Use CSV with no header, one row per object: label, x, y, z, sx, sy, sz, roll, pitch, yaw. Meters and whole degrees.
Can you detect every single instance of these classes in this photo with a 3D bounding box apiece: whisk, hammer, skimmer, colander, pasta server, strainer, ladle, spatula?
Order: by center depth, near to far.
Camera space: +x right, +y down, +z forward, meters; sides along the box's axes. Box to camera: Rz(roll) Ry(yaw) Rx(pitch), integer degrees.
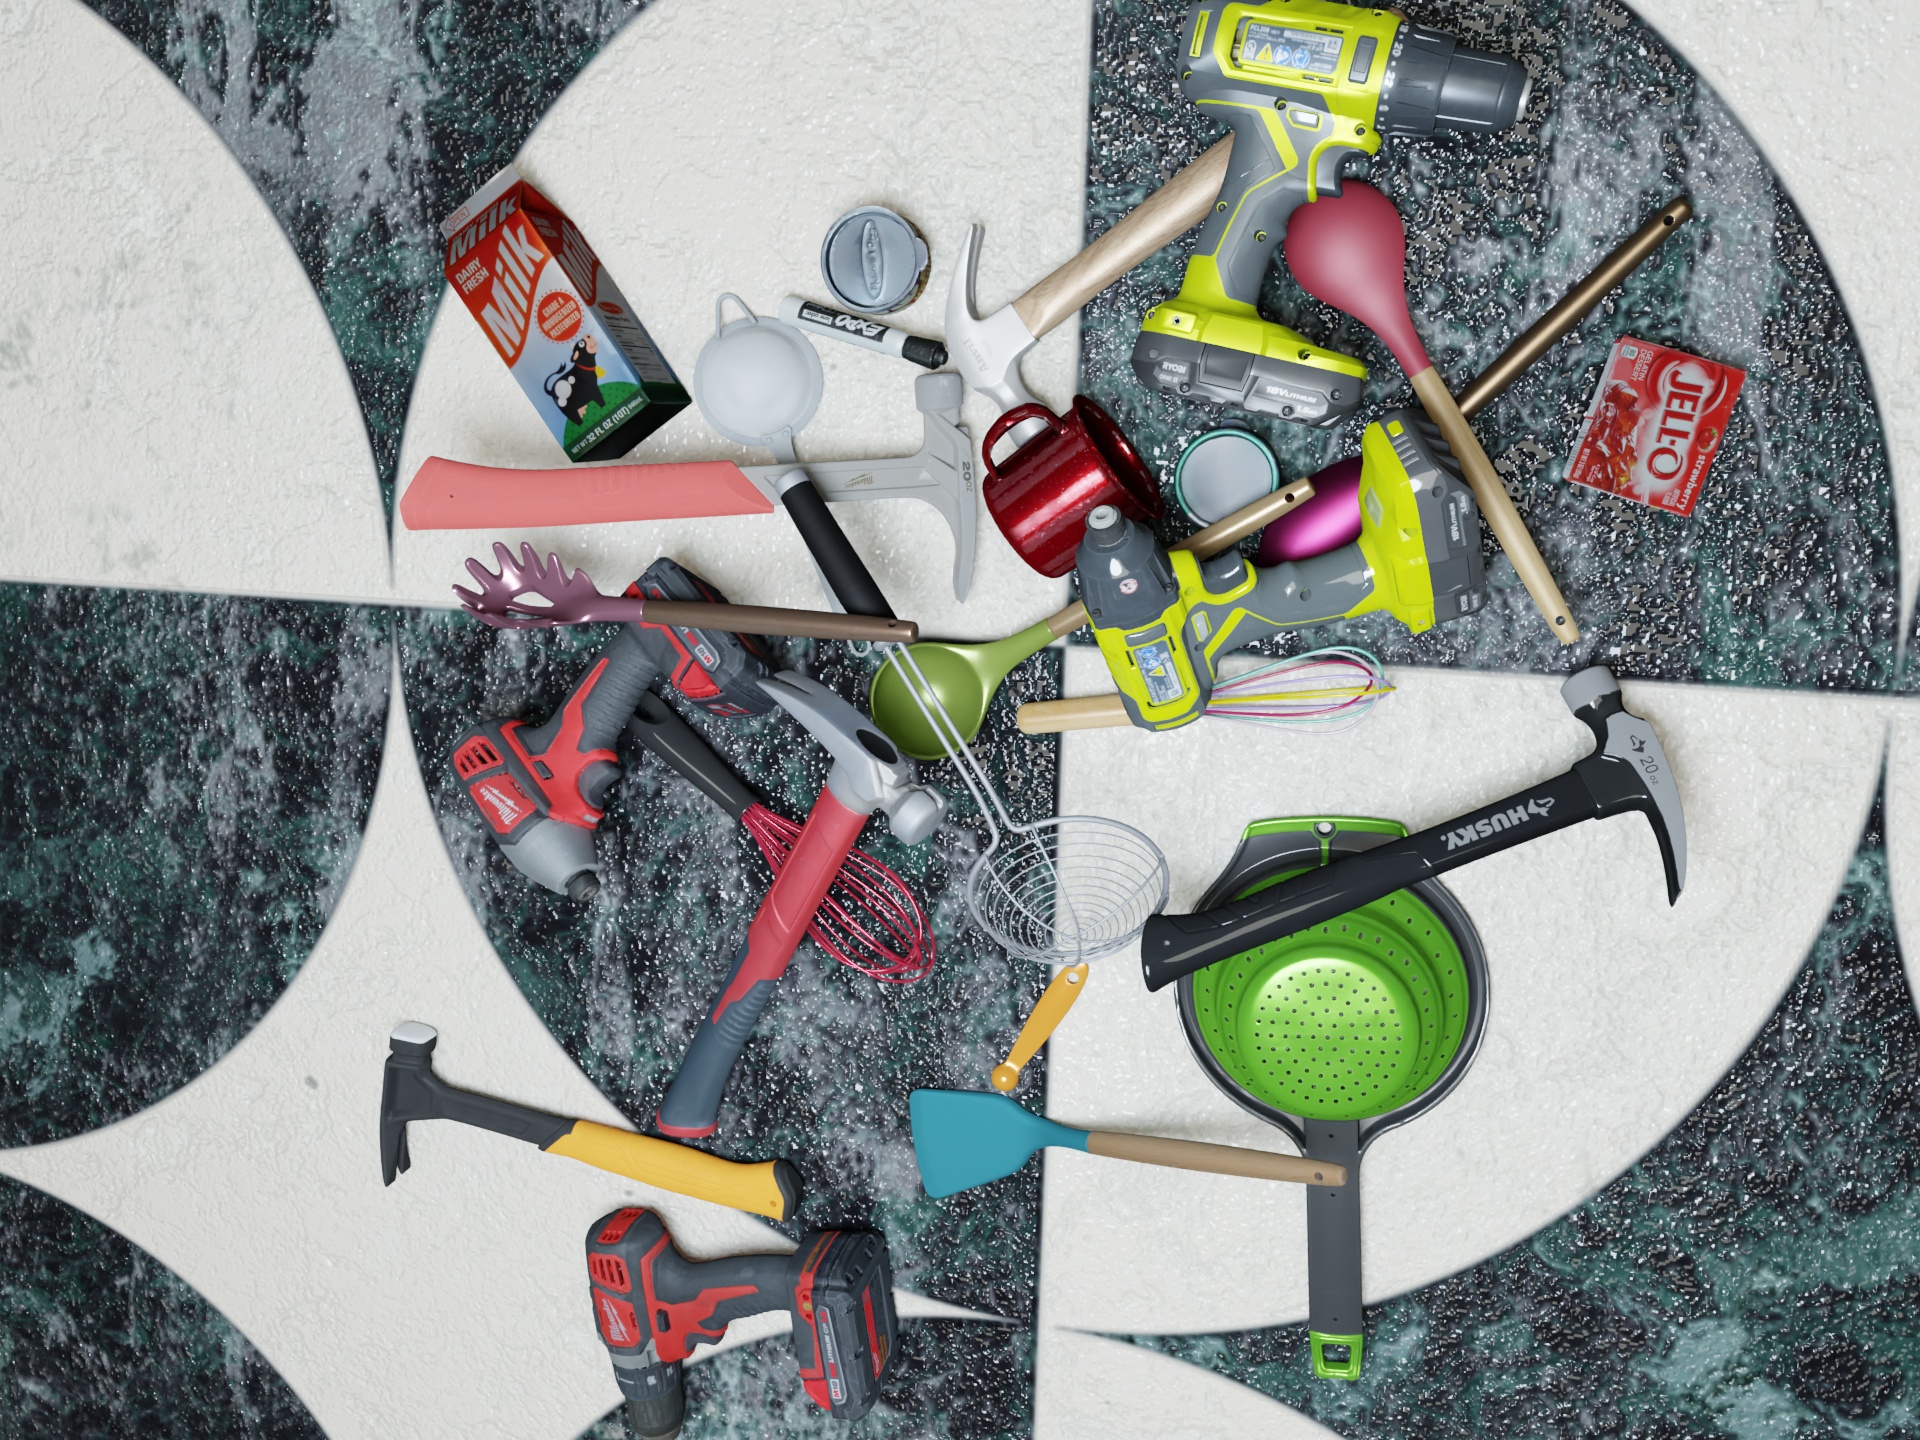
ladle,0.286,-0.184,0.949,0.069,0.031,0.315,-30,88,20
hammer,0.265,0.092,0.955,0.335,0.035,0.146,-22,63,5
hammer,0.130,-0.316,0.975,0.331,0.031,0.130,-34,92,17
pasta server,-0.176,-0.071,1.000,0.316,0.040,0.060,6,58,20
ladle,0.078,-0.067,1.005,0.320,0.062,0.078,-28,98,23
skimmer,-0.002,-0.003,1.007,0.127,0.090,0.363,-34,85,24
hammer,-0.170,-0.138,1.018,0.359,0.037,0.149,-5,101,-6
whisk,0.154,-0.012,1.021,0.245,0.047,0.051,-5,122,18
colander,0.240,0.265,1.030,0.204,0.094,0.397,-1,100,14
strainer,-0.110,-0.163,1.060,0.087,0.050,0.258,-21,99,2
spatula,0.105,0.291,1.064,0.317,0.044,0.082,-5,97,38
hammer,-0.142,0.145,1.076,0.143,0.038,0.386,41,125,17
whisk,-0.132,0.076,1.103,0.296,0.073,0.073,41,107,8
hammer,-0.281,0.326,1.198,0.337,0.034,0.127,11,103,11

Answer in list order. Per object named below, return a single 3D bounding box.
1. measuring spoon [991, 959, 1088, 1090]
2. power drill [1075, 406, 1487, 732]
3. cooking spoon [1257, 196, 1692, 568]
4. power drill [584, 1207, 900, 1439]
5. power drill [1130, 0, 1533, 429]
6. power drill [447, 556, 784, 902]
measuring spoon,0.055,0.213,1.107,0.021,0.011,0.117,33,106,5
power drill,0.183,-0.090,0.933,0.223,0.080,0.171,-20,138,8
cooking spoon,0.308,-0.192,0.963,0.069,0.017,0.319,46,108,1
power drill,-0.164,0.458,1.176,0.227,0.080,0.187,-2,105,17
power drill,0.202,-0.287,0.905,0.190,0.080,0.228,16,102,14
power drill,-0.229,0.010,1.062,0.219,0.078,0.143,-42,68,5
